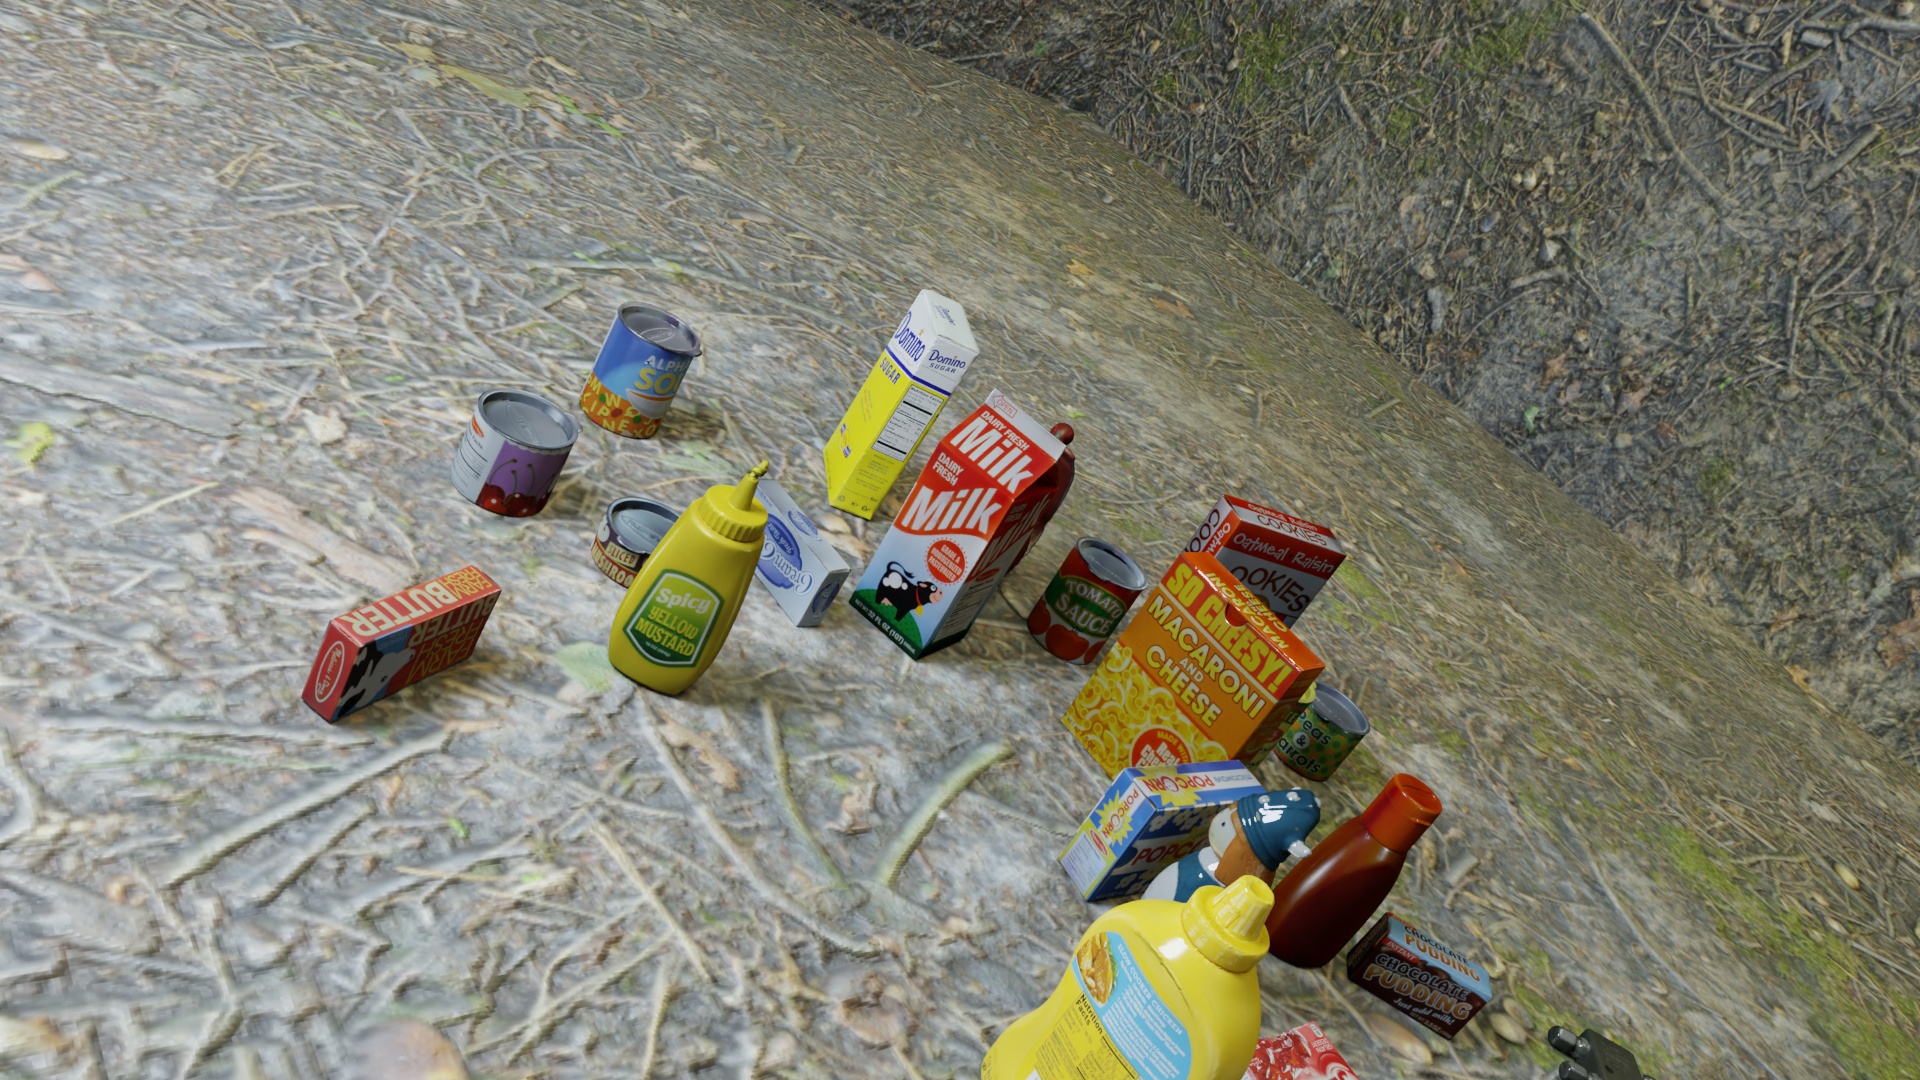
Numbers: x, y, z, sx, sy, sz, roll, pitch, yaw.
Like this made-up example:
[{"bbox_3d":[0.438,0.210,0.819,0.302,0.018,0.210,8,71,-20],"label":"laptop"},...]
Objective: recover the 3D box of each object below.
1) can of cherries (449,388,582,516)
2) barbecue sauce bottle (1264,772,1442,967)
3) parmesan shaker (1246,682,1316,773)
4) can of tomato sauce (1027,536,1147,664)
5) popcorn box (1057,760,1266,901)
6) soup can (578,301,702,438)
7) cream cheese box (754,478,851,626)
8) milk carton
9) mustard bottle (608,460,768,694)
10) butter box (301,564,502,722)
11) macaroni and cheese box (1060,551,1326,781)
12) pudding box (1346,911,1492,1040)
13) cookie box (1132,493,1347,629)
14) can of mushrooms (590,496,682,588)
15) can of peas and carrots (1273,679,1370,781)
[{"bbox_3d":[-0.291,-0.057,0.912,0.071,0.058,0.072,25,26,-13],"label":"can of cherries"},{"bbox_3d":[0.259,0.218,0.920,0.065,0.148,0.044,20,27,-23],"label":"barbecue sauce bottle"},{"bbox_3d":[0.218,0.139,1.072,0.071,0.102,0.071,26,26,-13],"label":"parmesan shaker"},{"bbox_3d":[0.102,0.050,1.127,0.071,0.082,0.071,25,26,-13],"label":"can of tomato sauce"},{"bbox_3d":[0.135,0.188,0.910,0.127,0.085,0.038,5,36,-43],"label":"popcorn box"},{"bbox_3d":[-0.244,-0.128,1.063,0.071,0.083,0.072,25,26,-13],"label":"soup can"},{"bbox_3d":[-0.124,0.008,0.986,0.024,0.053,0.104,-1,40,-49],"label":"cream cheese box"},{"bbox_3d":[0.004,-0.013,1.005,0.072,0.189,0.074,40,26,18],"label":"milk carton"},{"bbox_3d":[-0.152,0.017,0.814,0.065,0.159,0.049,27,25,-9],"label":"mustard bottle"},{"bbox_3d":[-0.289,0.051,0.723,0.024,0.053,0.104,36,25,10],"label":"butter box"},{"bbox_3d":[0.161,0.110,0.986,0.040,0.165,0.124,0,40,-49],"label":"macaroni and cheese box"},{"bbox_3d":[0.315,0.298,0.953,0.084,0.049,0.030,32,25,0],"label":"pudding box"},{"bbox_3d":[0.227,0.049,1.170,0.123,0.166,0.040,16,29,-30],"label":"cookie box"},{"bbox_3d":[-0.210,0.004,0.921,0.071,0.033,0.071,25,26,-13],"label":"can of mushrooms"},{"bbox_3d":[0.301,0.161,1.176,0.071,0.058,0.071,25,26,-13],"label":"can of peas and carrots"}]
